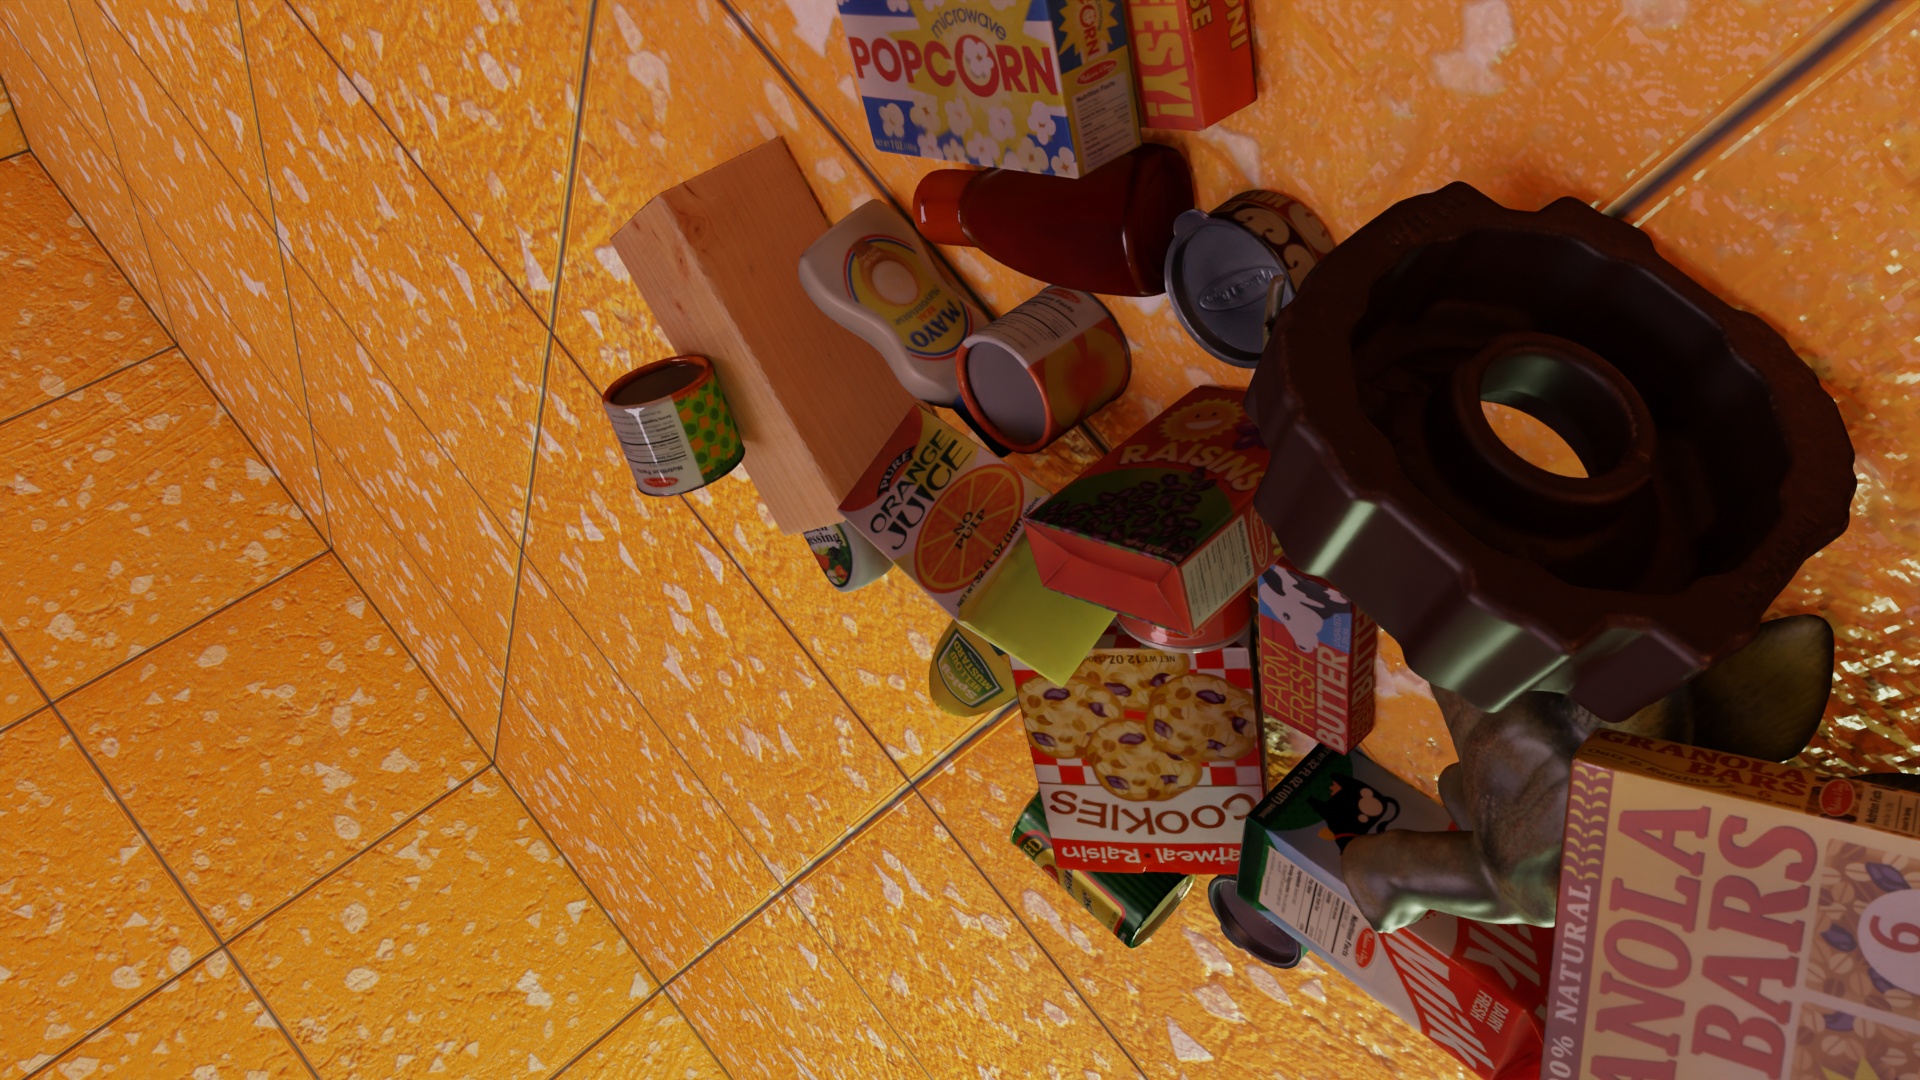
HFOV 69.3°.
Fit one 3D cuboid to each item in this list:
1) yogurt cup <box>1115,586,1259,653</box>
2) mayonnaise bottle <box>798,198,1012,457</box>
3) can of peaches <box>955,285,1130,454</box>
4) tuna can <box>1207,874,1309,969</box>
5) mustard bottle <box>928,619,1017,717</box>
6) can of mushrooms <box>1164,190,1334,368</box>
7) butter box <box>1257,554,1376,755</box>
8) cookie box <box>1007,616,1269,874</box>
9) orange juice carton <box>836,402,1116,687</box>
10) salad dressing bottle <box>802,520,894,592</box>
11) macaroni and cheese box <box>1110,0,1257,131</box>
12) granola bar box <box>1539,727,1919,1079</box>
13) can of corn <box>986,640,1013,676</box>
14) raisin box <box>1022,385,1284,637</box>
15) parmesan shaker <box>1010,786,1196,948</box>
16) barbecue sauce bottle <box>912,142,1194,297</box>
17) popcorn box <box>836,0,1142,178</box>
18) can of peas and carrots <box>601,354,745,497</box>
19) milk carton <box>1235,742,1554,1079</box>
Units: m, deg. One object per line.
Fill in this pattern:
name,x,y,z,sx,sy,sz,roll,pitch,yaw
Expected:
yogurt cup,0.109,0.014,0.676,0.072,0.073,0.053,27,133,39
mayonnaise bottle,-0.016,-0.108,0.732,0.148,0.065,0.041,47,165,6
can of peaches,0.040,-0.081,0.680,0.071,0.058,0.070,35,145,30
tuna can,0.179,0.214,0.810,0.071,0.033,0.070,35,145,30
mustard bottle,0.012,0.082,0.897,0.065,0.049,0.159,52,150,10
can of mushrooms,0.118,-0.109,0.566,0.071,0.033,0.070,36,146,29
butter box,0.170,0.050,0.664,0.053,0.024,0.103,27,140,40
cookie box,0.101,0.111,0.749,0.123,0.040,0.166,-2,125,16
orange juice carton,0.003,-0.009,0.704,0.073,0.072,0.193,35,-178,-34
salad dressing bottle,-0.097,-0.038,0.936,0.064,0.044,0.147,-8,113,56
macaroni and cheese box,0.035,-0.232,0.552,0.166,0.040,0.123,21,138,45
granola bar box,0.251,0.152,0.433,0.124,0.039,0.165,10,109,35
can of corn,0.046,0.046,0.791,0.058,0.071,0.071,54,150,-1
raisin box,0.100,-0.018,0.593,0.086,0.124,0.040,17,134,46
parmesan shaker,0.091,0.201,0.888,0.103,0.071,0.071,39,147,25
barbecue sauce bottle,0.037,-0.148,0.630,0.148,0.044,0.064,19,120,47
popcorn box,0.007,-0.194,0.547,0.127,0.038,0.084,23,138,44
can of peas and carrots,-0.163,-0.068,0.796,0.071,0.071,0.058,19,135,45
milk carton,0.232,0.186,0.667,0.191,0.072,0.073,34,145,33
